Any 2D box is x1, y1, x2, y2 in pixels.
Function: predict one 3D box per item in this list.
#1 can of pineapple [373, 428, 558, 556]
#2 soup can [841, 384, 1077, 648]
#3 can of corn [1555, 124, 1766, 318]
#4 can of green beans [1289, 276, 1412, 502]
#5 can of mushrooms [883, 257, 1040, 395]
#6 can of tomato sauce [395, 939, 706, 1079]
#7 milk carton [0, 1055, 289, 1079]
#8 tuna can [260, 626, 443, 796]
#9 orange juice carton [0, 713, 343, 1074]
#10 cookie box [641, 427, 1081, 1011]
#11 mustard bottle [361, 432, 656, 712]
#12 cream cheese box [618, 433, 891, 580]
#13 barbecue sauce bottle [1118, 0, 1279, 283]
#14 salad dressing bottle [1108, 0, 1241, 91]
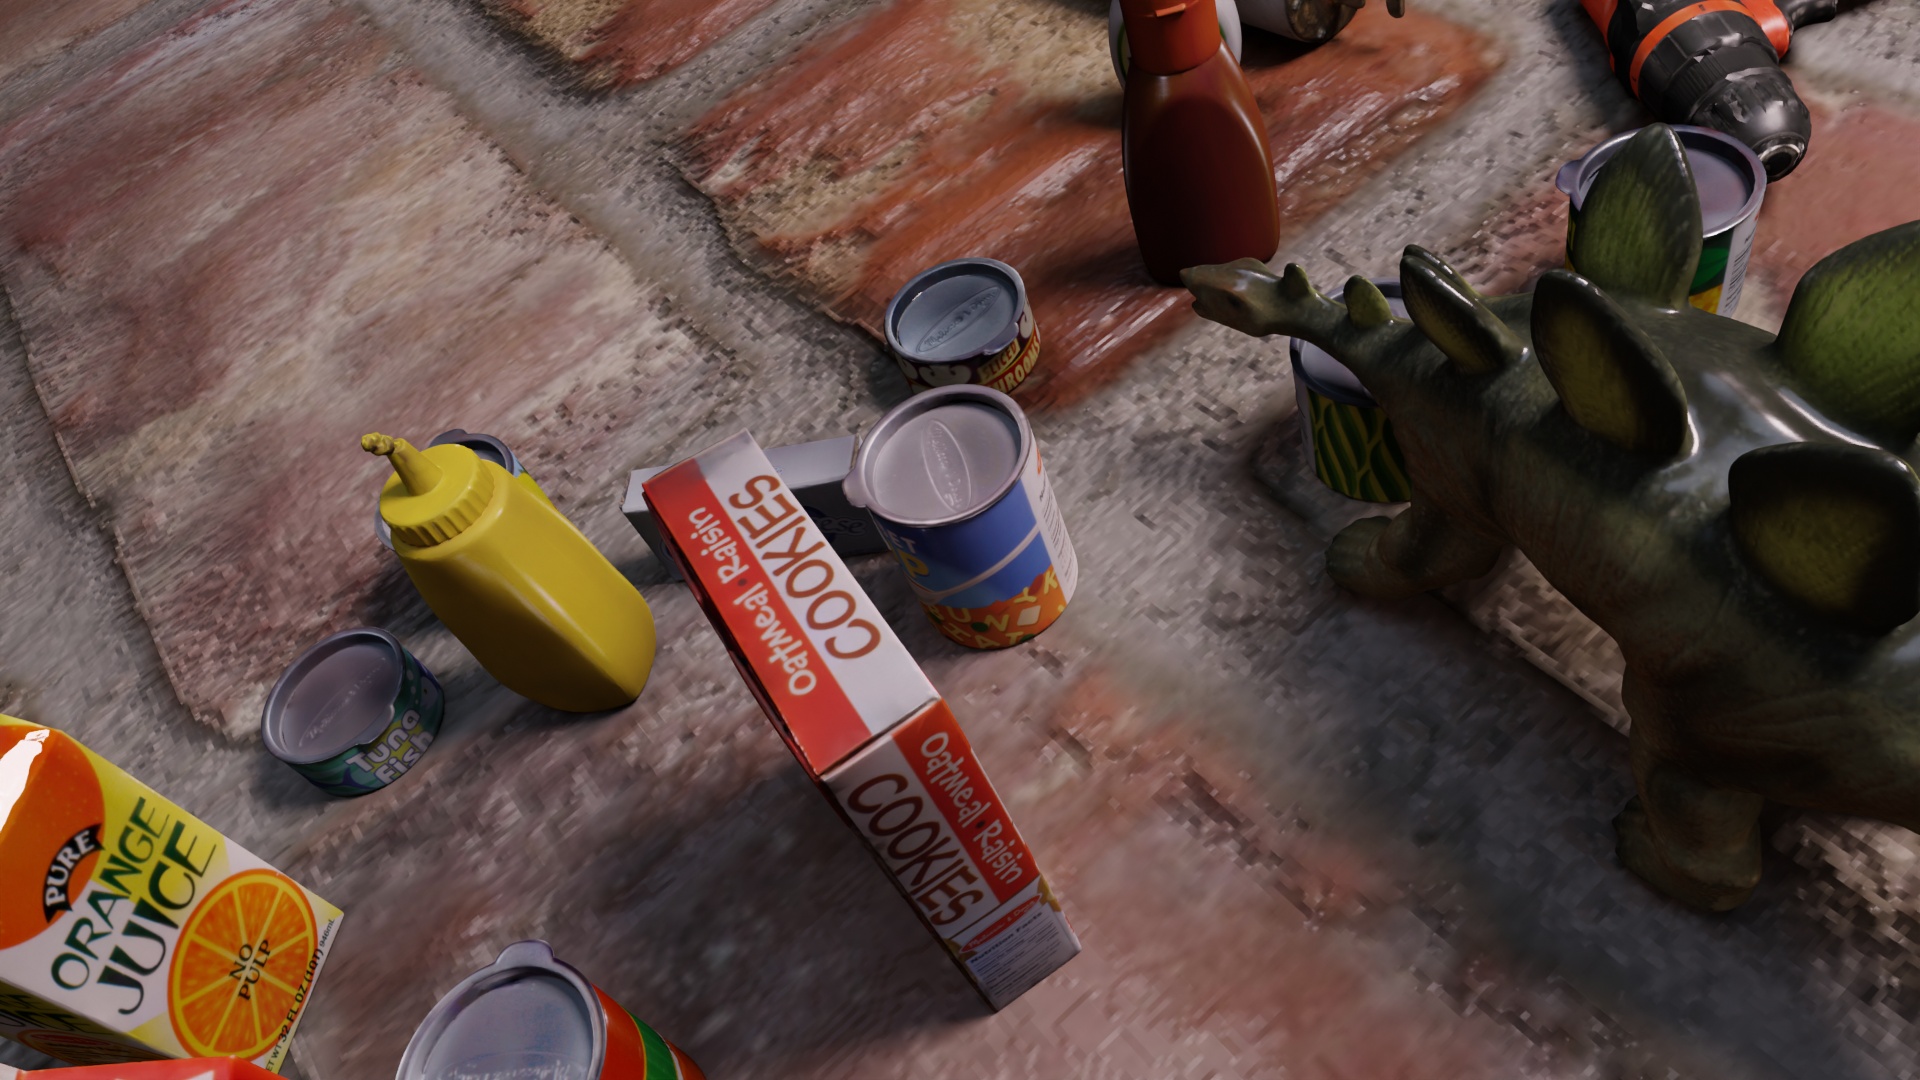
[{"bbox_3d":[-0.215,-0.006,0.621,0.071,0.057,0.071,-10,51,12],"label":"can of pineapple"},{"bbox_3d":[0.002,-0.007,0.528,0.071,0.083,0.072,-10,51,12],"label":"soup can"},{"bbox_3d":[0.268,-0.117,0.540,0.071,0.058,0.071,-10,51,12],"label":"can of corn"},{"bbox_3d":[0.162,-0.057,0.529,0.071,0.057,0.071,-10,51,12],"label":"can of green beans"},{"bbox_3d":[0.003,-0.093,0.630,0.071,0.033,0.071,-10,51,12],"label":"can of mushrooms"},{"bbox_3d":[-0.122,0.173,0.430,0.071,0.082,0.071,-10,51,12],"label":"can of tomato sauce"},{"bbox_3d":[-0.190,0.197,0.365,0.073,0.189,0.072,-22,49,2],"label":"milk carton"},{"bbox_3d":[-0.255,0.074,0.589,0.071,0.032,0.071,-10,51,12],"label":"tuna can"},{"bbox_3d":[-0.304,0.121,0.463,0.073,0.191,0.072,-3,52,17],"label":"orange juice carton"},{"bbox_3d":[-0.028,0.060,0.431,0.040,0.166,0.123,-34,50,-8],"label":"cookie box"},{"bbox_3d":[-0.174,0.009,0.528,0.065,0.159,0.049,-4,52,17],"label":"mustard bottle"},{"bbox_3d":[-0.083,-0.012,0.583,0.104,0.053,0.024,-8,51,13],"label":"cream cheese box"},{"bbox_3d":[0.097,-0.177,0.587,0.065,0.148,0.044,-11,51,11],"label":"barbecue sauce bottle"},{"bbox_3d":[0.097,-0.268,0.660,0.064,0.147,0.044,-2,53,18],"label":"salad dressing bottle"}]
